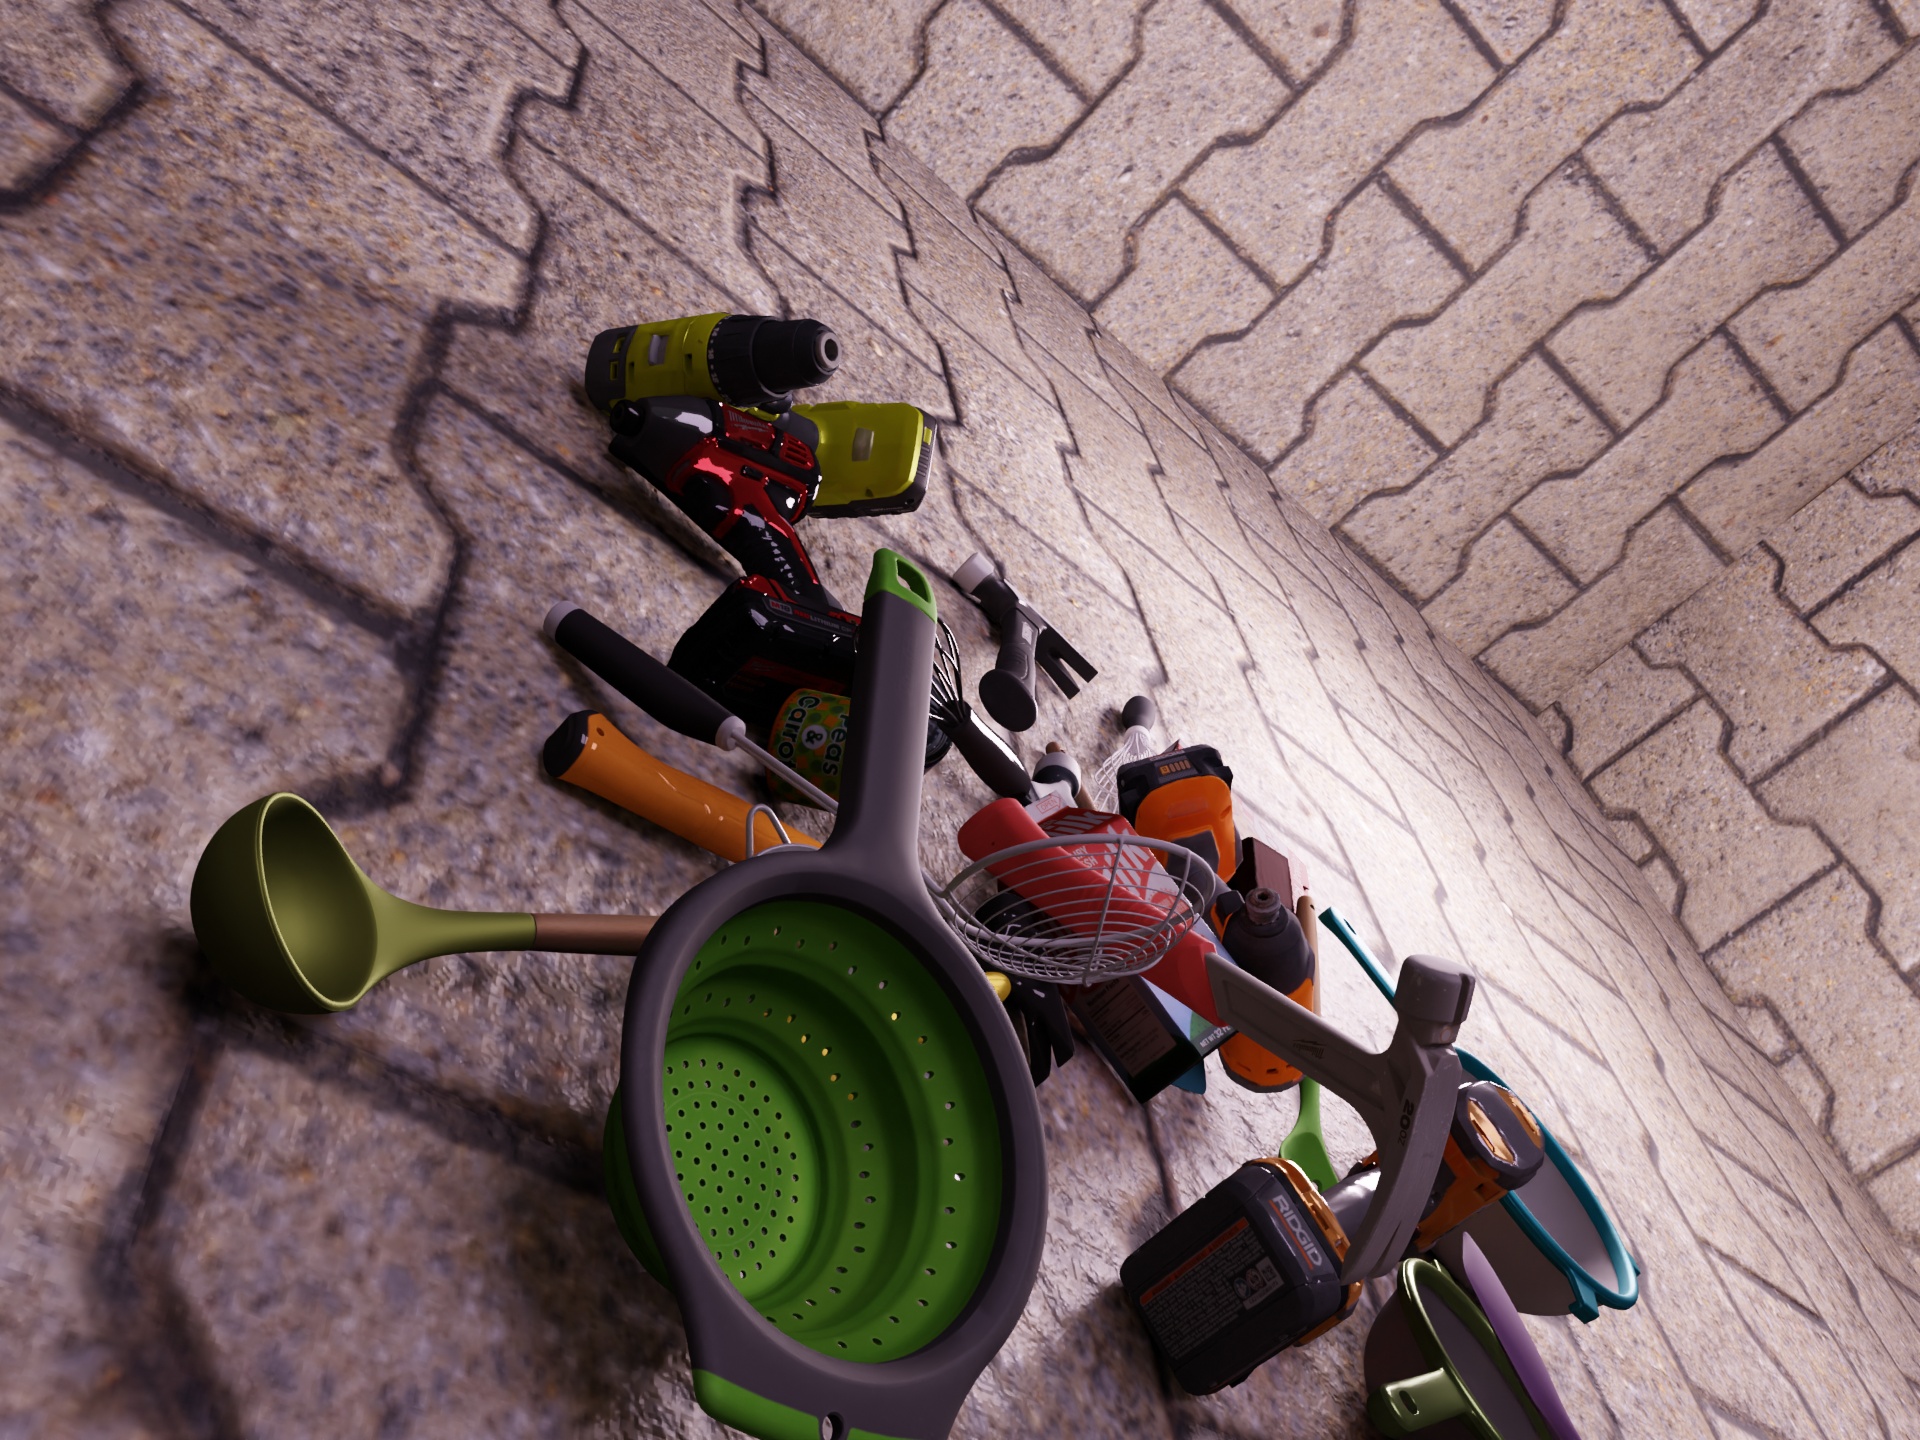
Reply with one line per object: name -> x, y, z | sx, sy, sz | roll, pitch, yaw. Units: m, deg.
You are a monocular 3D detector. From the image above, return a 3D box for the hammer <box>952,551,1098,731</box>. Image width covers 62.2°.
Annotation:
hammer -> 0.047, -0.046, 1.216 | 0.146, 0.035, 0.335 | 44, 12, -8

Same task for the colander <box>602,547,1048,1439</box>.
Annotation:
colander -> -0.063, 0.095, 0.656 | 0.204, 0.094, 0.397 | 33, 44, -32

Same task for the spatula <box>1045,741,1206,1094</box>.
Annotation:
spatula -> 0.105, 0.121, 1.124 | 0.082, 0.044, 0.318 | 31, 22, -34

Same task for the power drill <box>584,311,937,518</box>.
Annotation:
power drill -> -0.115, -0.212, 1.092 | 0.228, 0.191, 0.080 | 22, 73, -55

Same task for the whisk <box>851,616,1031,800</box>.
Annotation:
whisk -> -0.001, -0.004, 0.947 | 0.055, 0.055, 0.238 | 62, 6, 32

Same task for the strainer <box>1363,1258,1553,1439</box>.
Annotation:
strainer -> 0.251, 0.377, 0.865 | 0.256, 0.069, 0.152 | 26, 27, -54

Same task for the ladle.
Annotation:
ladle -> -0.144, 0.080, 0.636 | 0.320, 0.062, 0.078 | 11, 53, -46

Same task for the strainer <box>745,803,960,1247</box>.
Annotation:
strainer -> -0.046, 0.160, 0.754 | 0.087, 0.050, 0.258 | -19, 72, -41

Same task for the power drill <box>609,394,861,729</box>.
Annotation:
power drill -> -0.133, -0.106, 0.956 | 0.143, 0.078, 0.220 | 18, 41, -43

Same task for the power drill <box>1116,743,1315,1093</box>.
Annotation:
power drill -> 0.176, 0.118, 1.084 | 0.227, 0.084, 0.164 | -111, -171, -49

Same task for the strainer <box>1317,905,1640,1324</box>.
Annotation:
strainer -> 0.345, 0.297, 1.168 | 0.210, 0.095, 0.341 | 15, 36, -58

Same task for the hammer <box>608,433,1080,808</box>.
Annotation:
hammer -> -0.073, -0.053, 1.076 | 0.408, 0.036, 0.149 | 42, 23, -12

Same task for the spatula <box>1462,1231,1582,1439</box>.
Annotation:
spatula -> 0.345, 0.420, 0.863 | 0.316, 0.018, 0.060 | 62, 21, -2

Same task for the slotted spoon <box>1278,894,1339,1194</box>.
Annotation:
slotted spoon -> 0.244, 0.233, 1.108 | 0.070, 0.031, 0.314 | 40, 34, -19

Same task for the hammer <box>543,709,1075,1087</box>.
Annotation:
hammer -> -0.071, 0.087, 0.839 | 0.336, 0.034, 0.127 | 32, 25, -33

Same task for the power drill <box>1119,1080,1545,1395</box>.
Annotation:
power drill -> 0.191, 0.281, 0.856 | 0.226, 0.185, 0.084 | -7, 55, -41

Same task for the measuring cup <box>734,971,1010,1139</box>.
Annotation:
measuring cup -> -0.033, 0.142, 0.729 | 0.156, 0.029, 0.062 | -17, 75, -35

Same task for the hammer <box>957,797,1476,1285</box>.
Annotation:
hammer -> 0.105, 0.130, 0.822 | 0.036, 0.149, 0.359 | 5, 14, -34

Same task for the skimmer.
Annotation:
skimmer -> -0.050, 0.019, 0.794 | 0.363, 0.090, 0.127 | 33, -24, 18

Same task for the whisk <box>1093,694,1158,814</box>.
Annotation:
whisk -> 0.145, 0.027, 1.320 | 0.070, 0.070, 0.285 | 44, 17, -7
